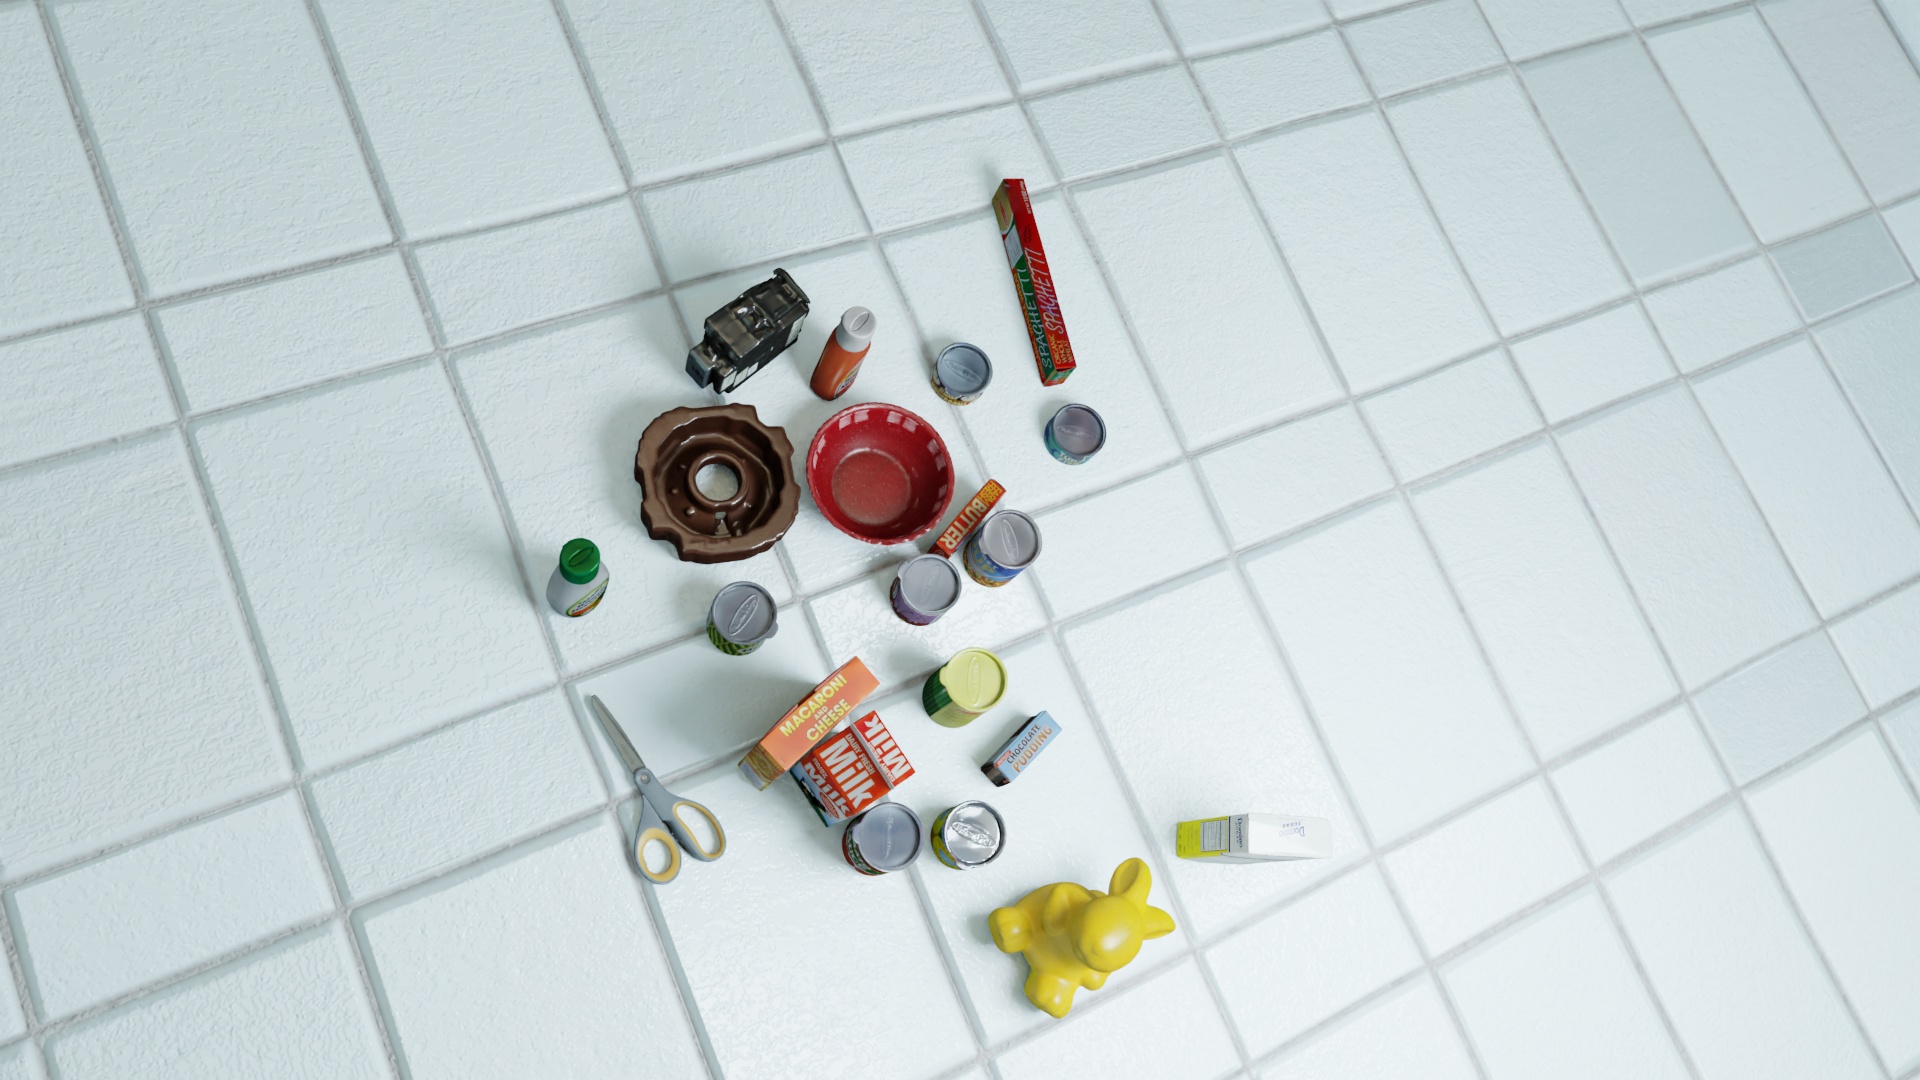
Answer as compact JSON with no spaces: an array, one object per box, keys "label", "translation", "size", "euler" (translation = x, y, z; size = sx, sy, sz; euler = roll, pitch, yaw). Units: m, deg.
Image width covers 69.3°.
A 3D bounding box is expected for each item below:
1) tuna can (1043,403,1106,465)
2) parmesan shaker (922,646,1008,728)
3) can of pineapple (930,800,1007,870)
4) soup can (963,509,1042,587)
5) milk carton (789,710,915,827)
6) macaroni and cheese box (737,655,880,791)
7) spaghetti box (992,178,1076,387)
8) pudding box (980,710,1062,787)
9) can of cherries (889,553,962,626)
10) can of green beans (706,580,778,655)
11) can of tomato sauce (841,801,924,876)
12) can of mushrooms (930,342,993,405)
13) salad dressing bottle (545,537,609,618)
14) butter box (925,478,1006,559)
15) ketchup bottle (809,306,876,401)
[{"label":"tuna can","translation":[0.131,-0.119,1.591],"size":[0.071,0.032,0.071],"euler":[5,72,-14]},{"label":"parmesan shaker","translation":[0.000,0.152,1.429],"size":[0.071,0.102,0.071],"euler":[5,72,-14]},{"label":"can of pineapple","translation":[0.006,0.301,1.408],"size":[0.071,0.057,0.071],"euler":[5,72,-14]},{"label":"soup can","translation":[0.041,0.010,1.497],"size":[0.071,0.083,0.071],"euler":[5,72,-14]},{"label":"milk carton","translation":[-0.102,0.219,1.331],"size":[0.074,0.190,0.072],"euler":[-32,84,-22]},{"label":"macaroni and cheese box","translation":[-0.150,0.179,1.344],"size":[0.124,0.166,0.040],"euler":[-42,88,-23]},{"label":"spaghetti box","translation":[0.085,-0.303,1.627],"size":[0.029,0.050,0.250],"euler":[-10,76,-18]},{"label":"pudding box","translation":[0.064,0.218,1.455],"size":[0.030,0.049,0.084],"euler":[47,67,2]},{"label":"can of cherries","translation":[-0.040,0.052,1.474],"size":[0.071,0.058,0.071],"euler":[5,72,-14]},{"label":"can of green beans","translation":[-0.223,0.080,1.413],"size":[0.071,0.057,0.071],"euler":[5,72,-14]},{"label":"can of tomato sauce","translation":[-0.080,0.296,1.371],"size":[0.071,0.082,0.071],"euler":[5,72,-14]},{"label":"can of mushrooms","translation":[0.000,-0.186,1.575],"size":[0.071,0.033,0.071],"euler":[5,72,-14]},{"label":"salad dressing bottle","translation":[-0.368,0.035,1.338],"size":[0.064,0.147,0.044],"euler":[-40,87,-23]},{"label":"butter box","translation":[0.005,-0.019,1.512],"size":[0.024,0.053,0.104],"euler":[41,67,-1]},{"label":"ketchup bottle","translation":[-0.123,-0.203,1.483],"size":[0.043,0.148,0.065],"euler":[38,67,-2]}]
